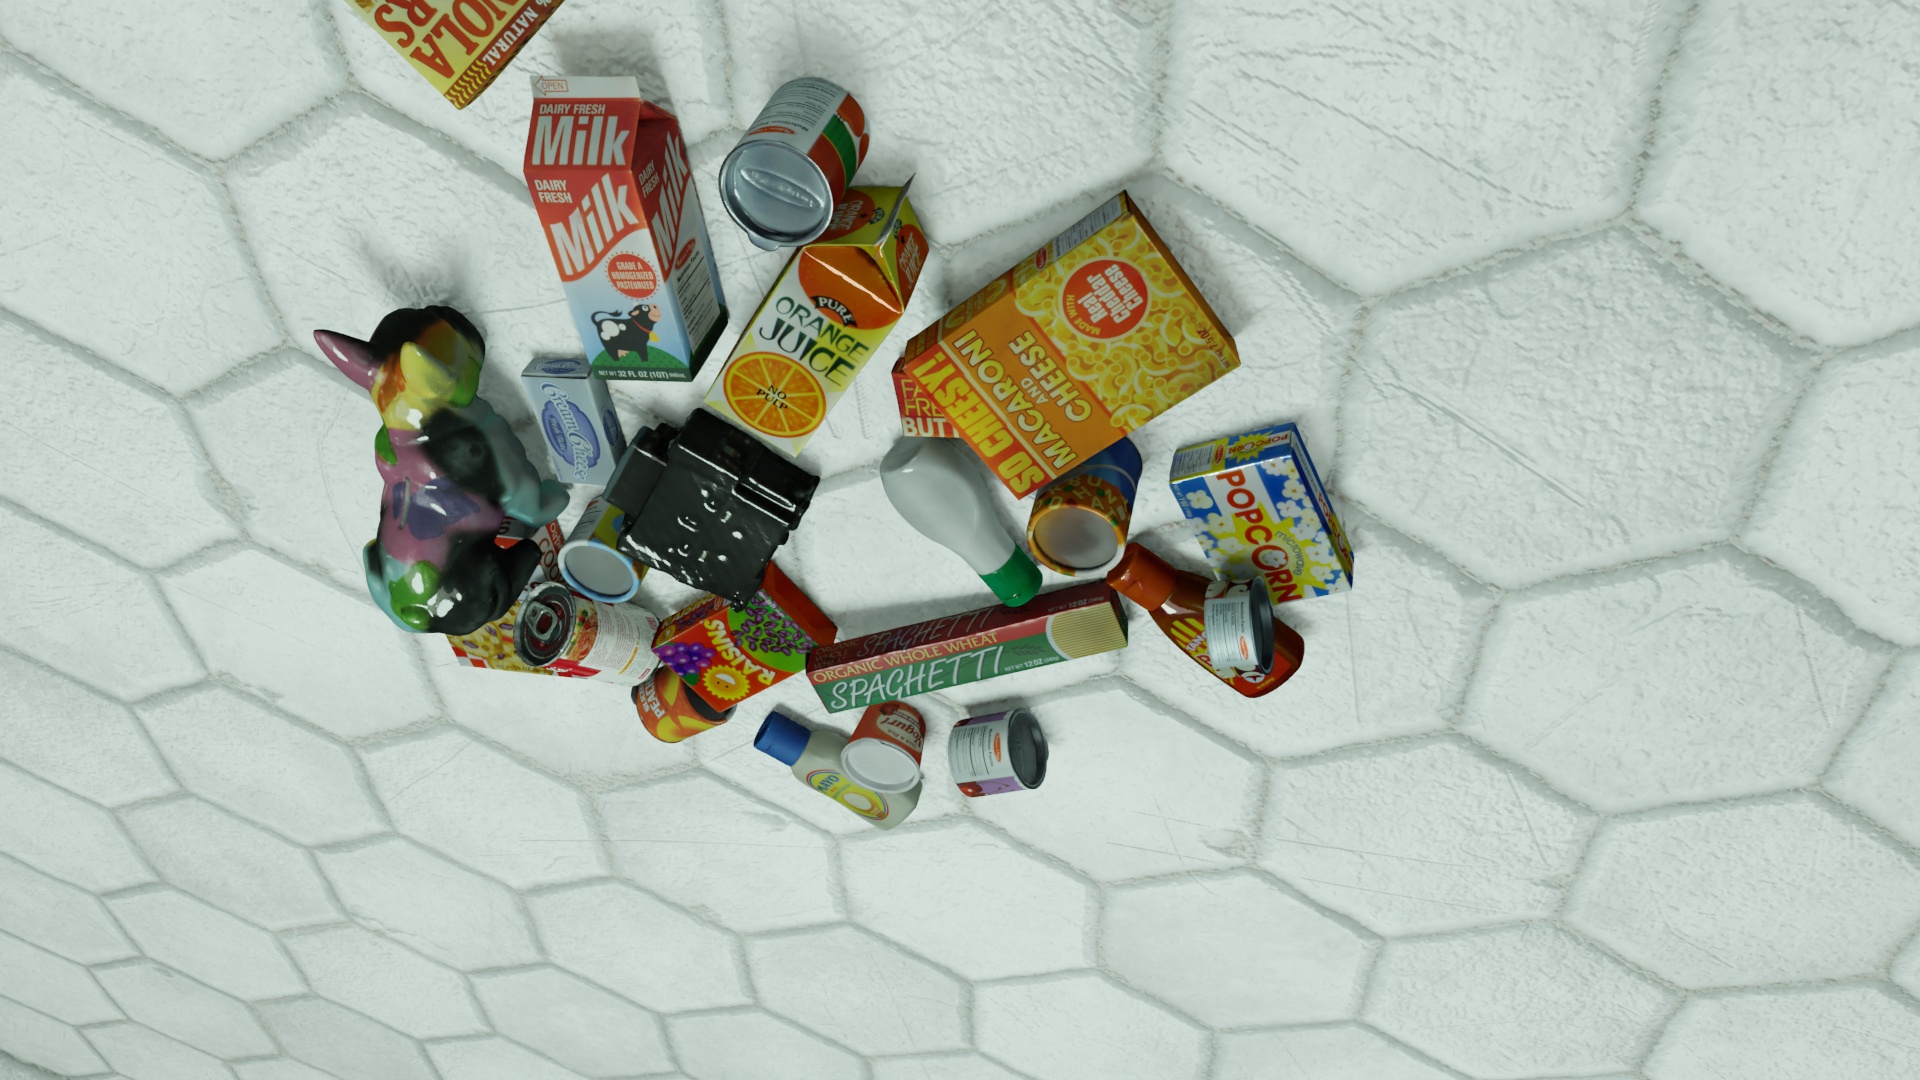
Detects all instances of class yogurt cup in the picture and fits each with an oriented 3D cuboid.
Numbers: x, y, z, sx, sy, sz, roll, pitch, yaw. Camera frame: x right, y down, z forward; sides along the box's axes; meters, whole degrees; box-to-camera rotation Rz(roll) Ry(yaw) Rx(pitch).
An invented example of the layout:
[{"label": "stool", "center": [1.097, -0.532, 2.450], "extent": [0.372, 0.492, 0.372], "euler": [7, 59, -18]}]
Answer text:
[{"label": "yogurt cup", "center": [-0.061, 0.172, 1.168], "extent": [0.072, 0.054, 0.072], "euler": [8, 133, 9]}]

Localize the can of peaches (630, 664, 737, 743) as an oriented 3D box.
[{"label": "can of peaches", "center": [-0.232, 0.131, 1.172], "extent": [0.058, 0.071, 0.071], "euler": [-24, 121, 32]}]

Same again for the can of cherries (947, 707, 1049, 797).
[{"label": "can of cherries", "center": [0.032, 0.175, 1.137], "extent": [0.058, 0.072, 0.071], "euler": [-15, 126, 28]}]

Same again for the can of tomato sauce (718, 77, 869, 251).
[{"label": "can of tomato sauce", "center": [-0.094, -0.217, 0.801], "extent": [0.071, 0.083, 0.070], "euler": [8, 133, 9]}]

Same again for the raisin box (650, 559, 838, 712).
[{"label": "raisin box", "center": [-0.174, 0.078, 1.117], "extent": [0.123, 0.040, 0.086], "euler": [-28, 120, 25]}]

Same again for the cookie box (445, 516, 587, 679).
[{"label": "cookie box", "center": [-0.380, 0.040, 1.154], "extent": [0.123, 0.040, 0.166], "euler": [5, 134, 12]}]

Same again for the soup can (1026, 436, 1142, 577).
[{"label": "soup can", "center": [0.081, -0.028, 0.922], "extent": [0.071, 0.084, 0.071], "euler": [9, 133, 10]}]

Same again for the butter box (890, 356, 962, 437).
[{"label": "butter box", "center": [0.008, -0.094, 0.924], "extent": [0.103, 0.024, 0.052], "euler": [3, 131, 14]}]

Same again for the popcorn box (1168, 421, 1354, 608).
[{"label": "popcorn box", "center": [0.203, -0.013, 0.931], "extent": [0.085, 0.038, 0.126], "euler": [-14, 126, 27]}]

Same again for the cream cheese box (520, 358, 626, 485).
[{"label": "cream cheese box", "center": [-0.280, -0.085, 1.018], "extent": [0.053, 0.024, 0.103], "euler": [4, 132, 13]}]

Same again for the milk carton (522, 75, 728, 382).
[{"label": "milk carton", "center": [-0.208, -0.196, 0.861], "extent": [0.072, 0.074, 0.189], "euler": [4, 132, 13]}]

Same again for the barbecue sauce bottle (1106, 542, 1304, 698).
[{"label": "barbecue sauce bottle", "center": [0.173, 0.055, 0.999], "extent": [0.148, 0.044, 0.064], "euler": [34, 133, -14]}]

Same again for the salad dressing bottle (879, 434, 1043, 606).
[{"label": "salad dressing bottle", "center": [0.004, -0.012, 0.989], "extent": [0.064, 0.044, 0.147], "euler": [-23, 123, 30]}]

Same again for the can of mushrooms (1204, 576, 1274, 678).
[{"label": "can of mushrooms", "center": [0.188, 0.058, 0.930], "extent": [0.033, 0.071, 0.070], "euler": [-8, 129, 24]}]

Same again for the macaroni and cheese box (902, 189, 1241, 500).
[{"label": "macaroni and cheese box", "center": [0.068, -0.115, 0.854], "extent": [0.166, 0.040, 0.123], "euler": [-32, 117, 21]}]

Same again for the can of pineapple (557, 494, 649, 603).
[{"label": "can of pineapple", "center": [-0.268, 0.007, 1.076], "extent": [0.071, 0.058, 0.070], "euler": [8, 133, 9]}]

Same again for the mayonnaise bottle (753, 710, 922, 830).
[{"label": "mayonnaise bottle", "center": [-0.110, 0.200, 1.218], "extent": [0.148, 0.041, 0.064], "euler": [31, 134, -13]}]

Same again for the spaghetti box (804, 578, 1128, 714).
[{"label": "spaghetti box", "center": [0.002, 0.082, 1.058], "extent": [0.250, 0.029, 0.050], "euler": [-14, 126, 15]}]

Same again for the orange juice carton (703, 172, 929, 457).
[{"label": "orange juice carton", "center": [-0.082, -0.146, 0.871], "extent": [0.073, 0.072, 0.191], "euler": [31, 133, -13]}]

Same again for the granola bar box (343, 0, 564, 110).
[{"label": "granola bar box", "center": [-0.276, -0.340, 0.774], "extent": [0.165, 0.039, 0.124], "euler": [-29, 118, 35]}]
